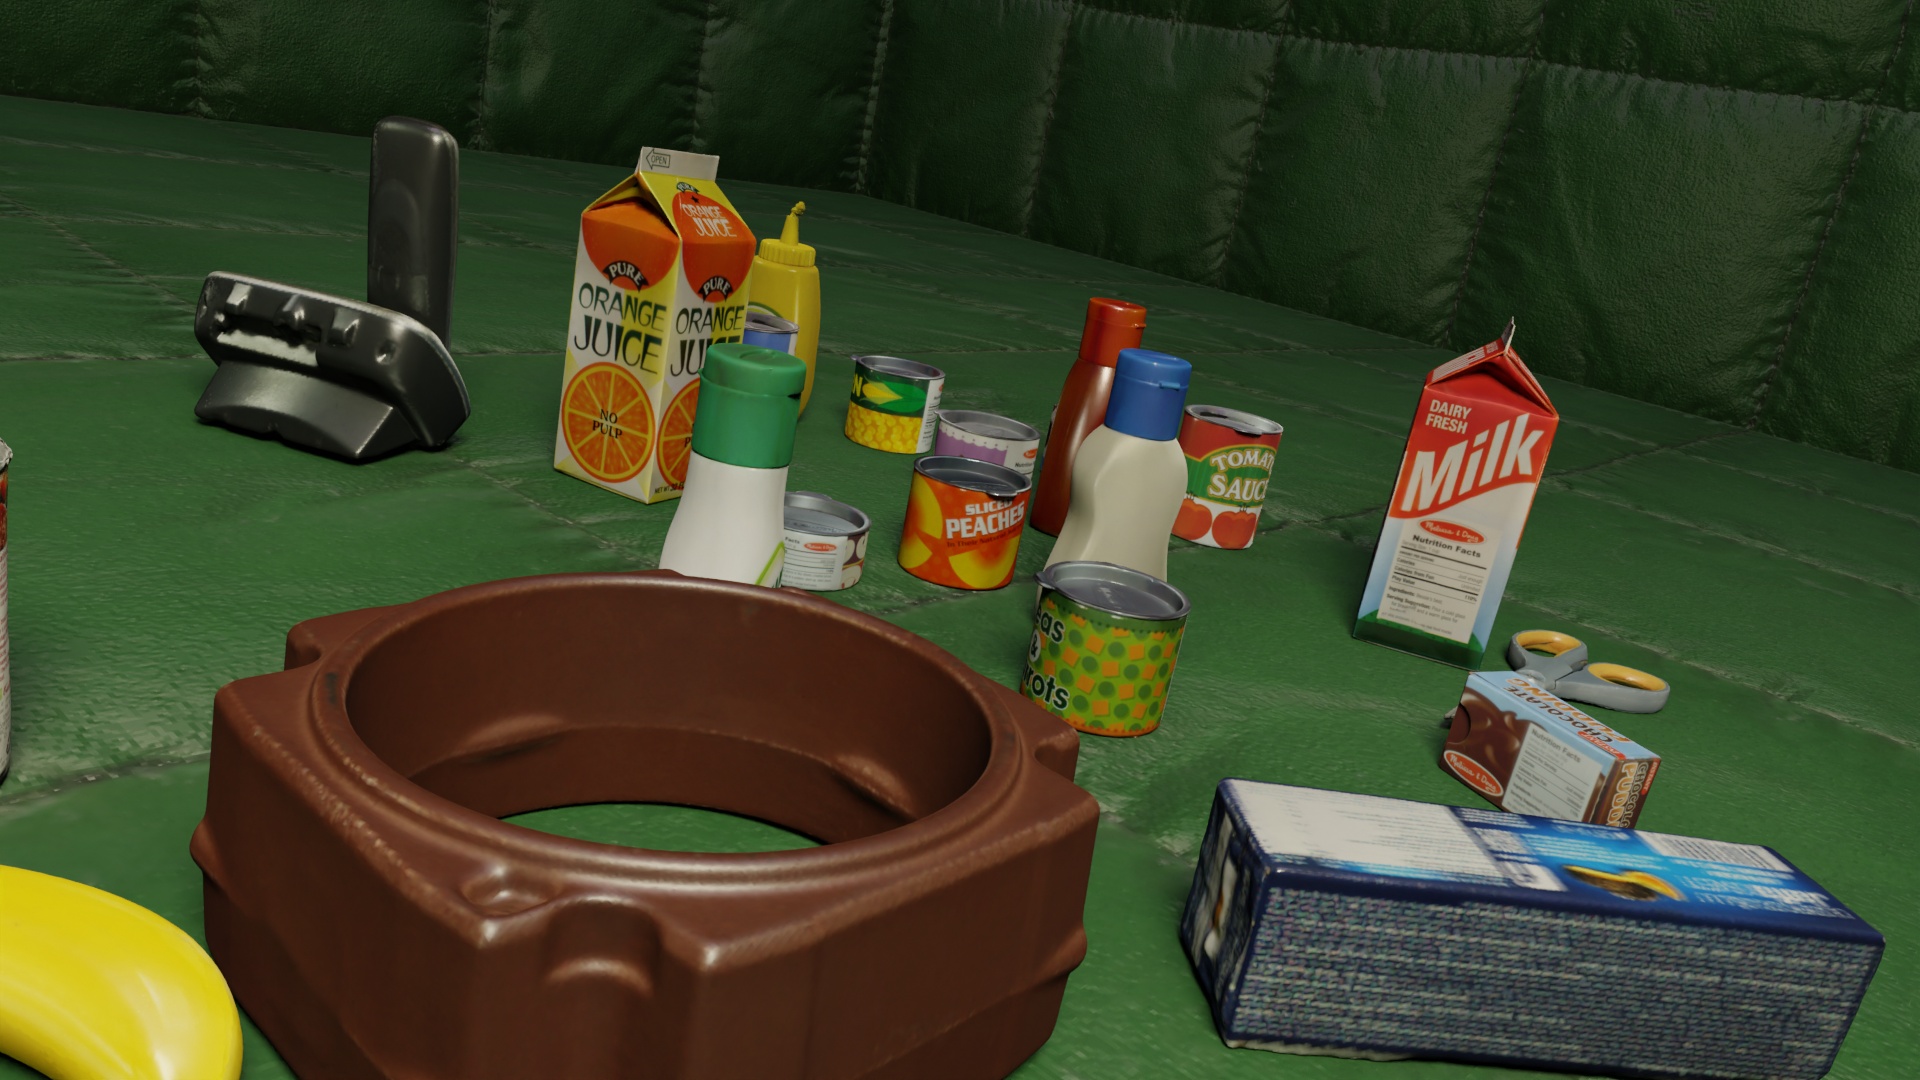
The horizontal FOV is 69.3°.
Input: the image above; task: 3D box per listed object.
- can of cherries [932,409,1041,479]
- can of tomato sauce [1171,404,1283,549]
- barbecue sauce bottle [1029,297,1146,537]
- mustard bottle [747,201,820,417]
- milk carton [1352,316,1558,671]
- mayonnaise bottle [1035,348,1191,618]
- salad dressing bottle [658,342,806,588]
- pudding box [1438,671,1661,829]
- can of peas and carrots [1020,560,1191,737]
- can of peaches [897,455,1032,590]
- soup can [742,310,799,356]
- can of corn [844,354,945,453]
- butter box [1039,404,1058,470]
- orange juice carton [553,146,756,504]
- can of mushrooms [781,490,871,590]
[{"bbox_3d":[0.011,-0.048,0.891,0.071,0.058,0.072,10,17,-3],"label":"can of cherries"},{"bbox_3d":[0.176,-0.043,0.936,0.071,0.082,0.071,10,17,-3],"label":"can of tomato sauce"},{"bbox_3d":[0.084,-0.077,0.876,0.044,0.148,0.065,22,20,32],"label":"barbecue sauce bottle"},{"bbox_3d":[-0.133,-0.164,0.998,0.065,0.159,0.049,18,18,21],"label":"mustard bottle"},{"bbox_3d":[0.285,-0.032,0.788,0.073,0.189,0.072,16,17,16],"label":"milk carton"},{"bbox_3d":[0.081,-0.020,0.693,0.065,0.147,0.041,4,18,-24],"label":"mayonnaise bottle"},{"bbox_3d":[-0.087,0.003,0.515,0.044,0.147,0.064,14,17,8],"label":"salad dressing bottle"},{"bbox_3d":[0.252,0.095,0.601,0.030,0.049,0.084,2,19,-28],"label":"pudding box"},{"bbox_3d":[0.061,0.047,0.617,0.071,0.058,0.071,10,17,-3],"label":"can of peas and carrots"},{"bbox_3d":[0.003,-0.010,0.763,0.071,0.058,0.071,10,17,-3],"label":"can of peaches"},{"bbox_3d":[-0.151,-0.110,0.945,0.071,0.083,0.071,10,17,-3],"label":"soup can"},{"bbox_3d":[-0.051,-0.101,1.021,0.071,0.058,0.071,10,17,-3],"label":"can of corn"},{"bbox_3d":[0.099,-0.058,0.989,0.024,0.053,0.104,0,20,-34],"label":"butter box"},{"bbox_3d":[-0.172,-0.126,0.795,0.073,0.192,0.072,19,18,23],"label":"orange juice carton"},{"bbox_3d":[-0.081,-0.001,0.724,0.071,0.033,0.071,10,17,-3],"label":"can of mushrooms"}]
